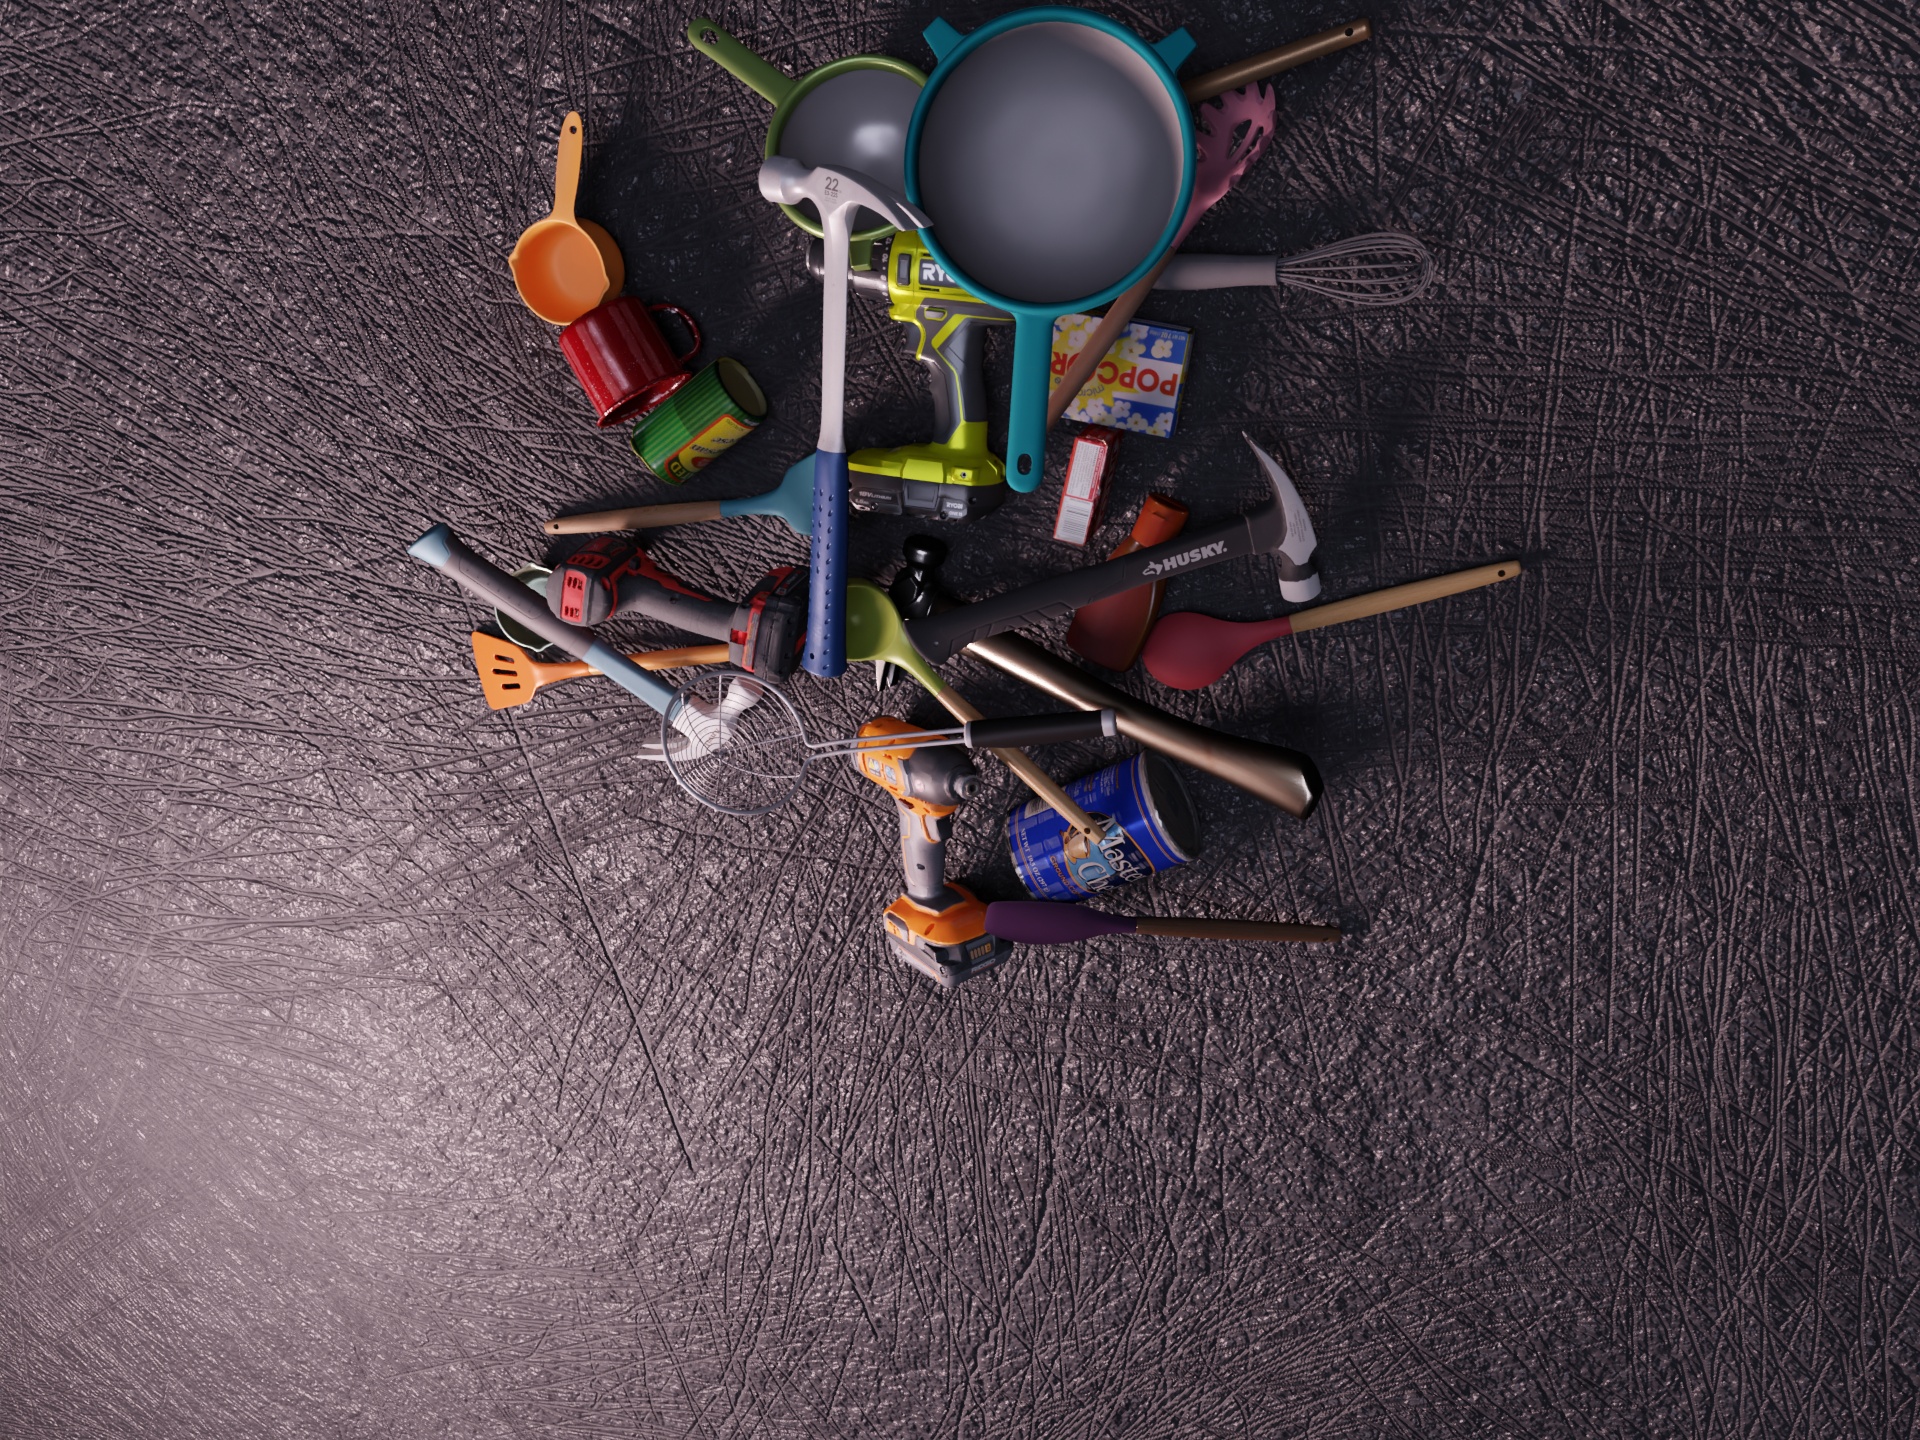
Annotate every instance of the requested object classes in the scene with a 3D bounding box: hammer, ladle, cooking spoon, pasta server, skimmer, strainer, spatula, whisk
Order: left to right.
[{"bbox_3d":[-0.350,-0.075,1.453,0.331,0.033,0.128,35,117,-14],"label":"hammer"},{"bbox_3d":[-0.325,-0.057,1.511,0.322,0.041,0.081,-5,107,14],"label":"spatula"},{"bbox_3d":[-0.240,-0.188,1.422,0.317,0.044,0.082,-3,99,20],"label":"spatula"},{"bbox_3d":[-0.113,-0.470,1.262,0.256,0.069,0.151,40,92,13],"label":"strainer"},{"bbox_3d":[-0.097,-0.222,1.248,0.144,0.035,0.405,21,122,30],"label":"hammer"},{"bbox_3d":[-0.058,0.007,1.296,0.363,0.090,0.127,-5,67,11],"label":"skimmer"},{"bbox_3d":[-0.002,-0.004,1.345,0.320,0.062,0.078,43,119,12],"label":"ladle"},{"bbox_3d":[0.065,-0.346,1.192,0.211,0.095,0.340,6,106,9],"label":"strainer"},{"bbox_3d":[0.107,-0.013,1.331,0.411,0.038,0.146,27,118,23],"label":"hammer"},{"bbox_3d":[0.116,-0.118,1.272,0.335,0.035,0.146,-18,119,2],"label":"hammer"},{"bbox_3d":[0.140,-0.343,1.217,0.060,0.040,0.316,43,106,28],"label":"pasta server"},{"bbox_3d":[0.150,-0.461,1.187,0.319,0.017,0.068,-9,100,30],"label":"cooking spoon"},{"bbox_3d":[0.178,0.182,1.395,0.316,0.018,0.059,3,134,-5],"label":"spatula"},{"bbox_3d":[0.242,-0.344,1.216,0.239,0.055,0.055,5,112,21],"label":"whisk"},{"bbox_3d":[0.298,-0.085,1.307,0.315,0.031,0.069,-14,105,20],"label":"ladle"}]

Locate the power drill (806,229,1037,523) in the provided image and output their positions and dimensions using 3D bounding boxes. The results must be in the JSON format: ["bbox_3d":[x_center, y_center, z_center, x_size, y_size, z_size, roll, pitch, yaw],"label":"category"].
[{"bbox_3d":[-0.037,-0.288,1.304,0.190,0.080,0.228,9,110,12],"label":"power drill"}]

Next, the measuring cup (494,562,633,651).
[{"bbox_3d":[-0.350,-0.111,1.494,0.167,0.038,0.083,-4,97,0],"label":"measuring cup"}]

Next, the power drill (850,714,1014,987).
[{"bbox_3d":[-0.019,0.116,1.414,0.164,0.084,0.226,19,125,56],"label":"power drill"}]

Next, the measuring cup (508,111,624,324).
[{"bbox_3d":[-0.326,-0.426,1.353,0.095,0.052,0.173,16,112,11],"label":"measuring cup"}]

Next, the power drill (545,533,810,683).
[{"bbox_3d":[-0.239,-0.110,1.405,0.219,0.143,0.078,14,113,4],"label":"power drill"}]
